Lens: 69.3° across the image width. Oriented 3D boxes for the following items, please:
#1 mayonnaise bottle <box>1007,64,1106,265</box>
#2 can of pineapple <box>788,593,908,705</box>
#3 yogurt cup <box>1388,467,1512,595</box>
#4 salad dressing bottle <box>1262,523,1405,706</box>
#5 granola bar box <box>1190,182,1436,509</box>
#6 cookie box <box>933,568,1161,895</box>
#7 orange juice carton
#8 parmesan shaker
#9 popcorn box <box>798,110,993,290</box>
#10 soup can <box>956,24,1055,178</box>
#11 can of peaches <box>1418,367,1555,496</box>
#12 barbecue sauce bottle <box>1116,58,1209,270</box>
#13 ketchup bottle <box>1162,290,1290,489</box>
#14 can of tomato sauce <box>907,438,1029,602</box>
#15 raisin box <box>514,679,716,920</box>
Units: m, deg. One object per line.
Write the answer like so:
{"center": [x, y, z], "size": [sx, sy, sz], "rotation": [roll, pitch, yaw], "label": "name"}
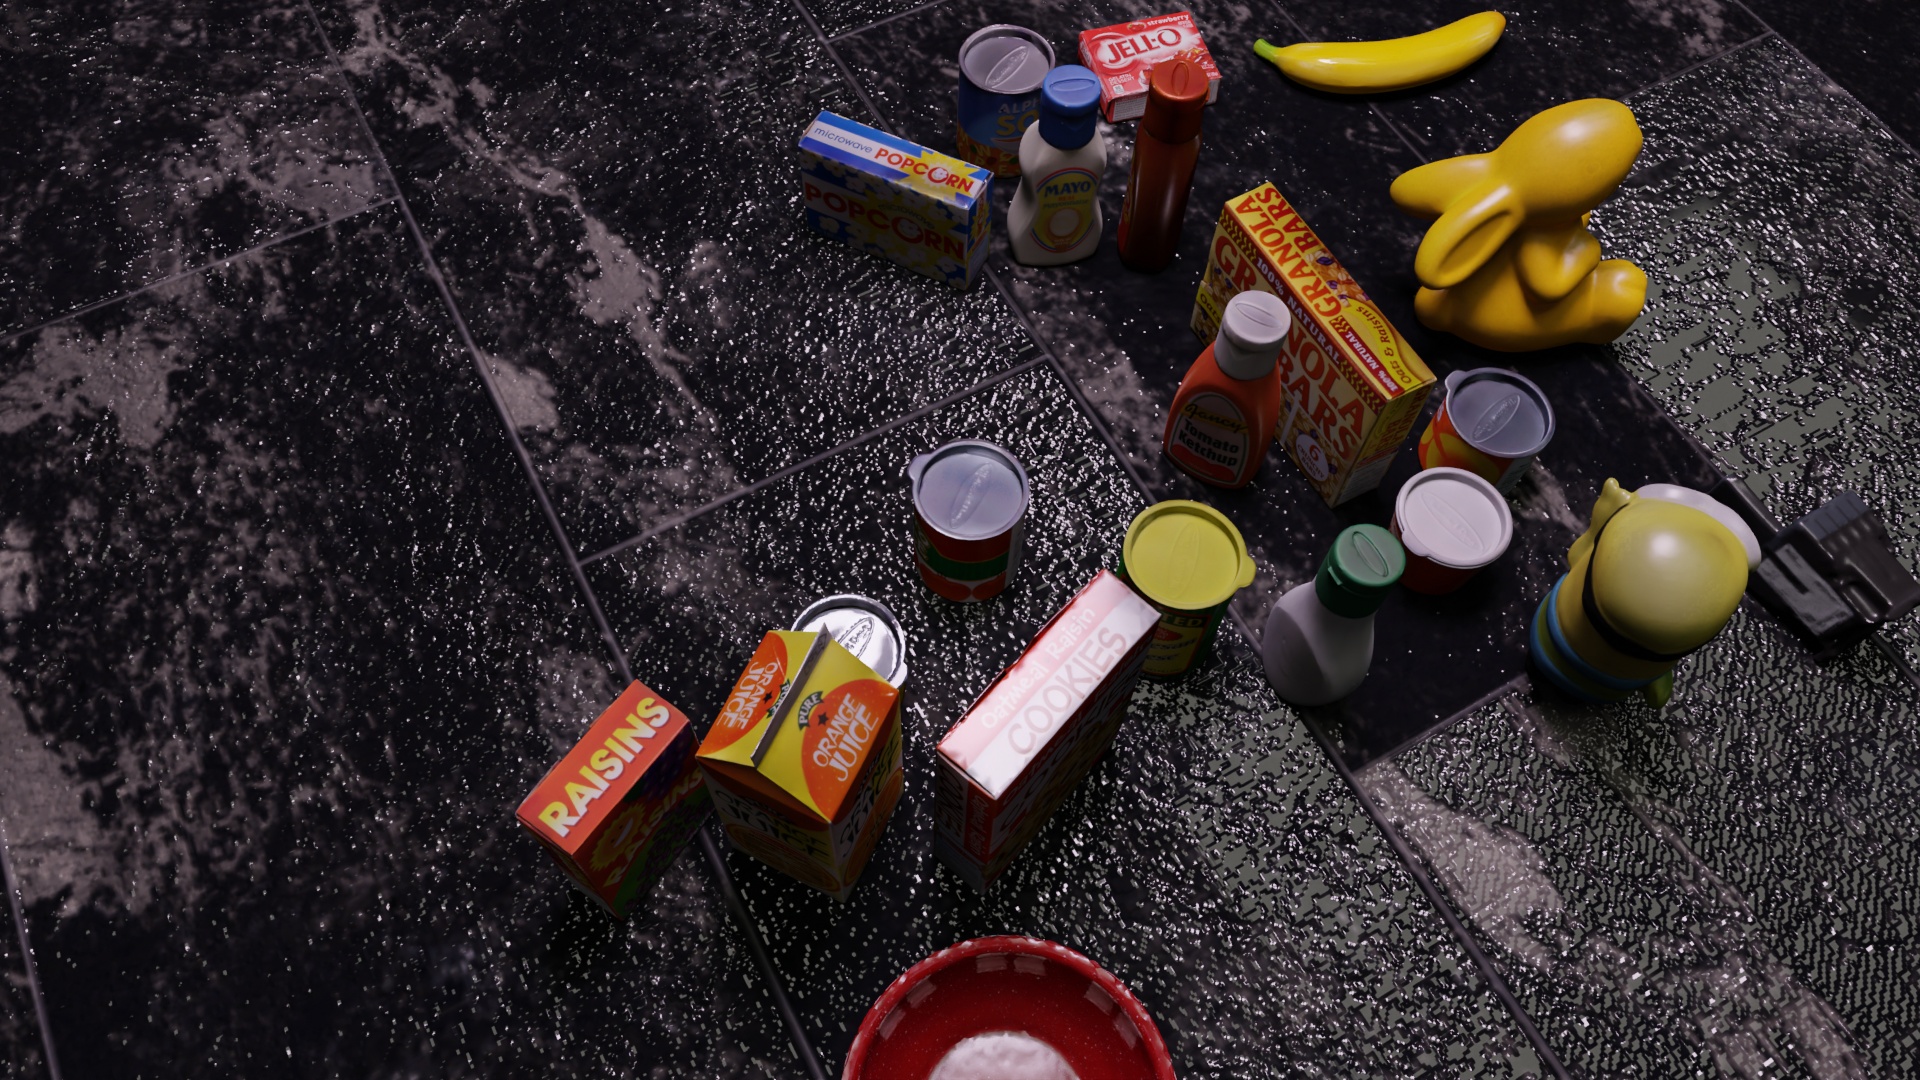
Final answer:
{"center": [0.066, -0.242, 0.908], "size": [0.065, 0.147, 0.041], "rotation": [-8, 62, -6], "label": "mayonnaise bottle"}
{"center": [-0.062, 0.073, 0.781], "size": [0.071, 0.057, 0.071], "rotation": [1, 61, -1], "label": "can of pineapple"}
{"center": [0.289, -0.003, 0.836], "size": [0.072, 0.053, 0.073], "rotation": [1, 61, -1], "label": "yogurt cup"}
{"center": [0.202, 0.042, 0.755], "size": [0.044, 0.147, 0.064], "rotation": [-22, 64, -13], "label": "salad dressing bottle"}
{"center": [0.210, -0.118, 0.857], "size": [0.039, 0.123, 0.166], "rotation": [-25, 65, -14], "label": "granola bar box"}
{"center": [0.039, 0.101, 0.706], "size": [0.040, 0.166, 0.123], "rotation": [37, 67, 17], "label": "cookie box"}
{"center": [-0.076, 0.109, 0.684], "size": [0.073, 0.191, 0.072], "rotation": [23, 63, 11], "label": "orange juice carton"}
{"center": [0.121, 0.032, 0.783], "size": [0.071, 0.102, 0.071], "rotation": [1, 61, -1], "label": "parmesan shaker"}
{"center": [-0.044, -0.228, 0.932], "size": [0.127, 0.084, 0.038], "rotation": [23, 63, 11], "label": "popcorn box"}
{"center": [0.033, -0.307, 0.979], "size": [0.071, 0.083, 0.071], "rotation": [1, 61, -1], "label": "soup can"}
{"center": [0.326, -0.067, 0.870], "size": [0.071, 0.057, 0.071], "rotation": [1, 61, -1], "label": "can of peaches"}
{"center": [0.133, -0.247, 0.912], "size": [0.044, 0.147, 0.065], "rotation": [10, 62, 4], "label": "barbecue sauce bottle"}
{"center": [0.162, -0.089, 0.826], "size": [0.065, 0.148, 0.044], "rotation": [28, 64, 13], "label": "ketchup bottle"}
{"center": [0.003, -0.010, 0.815], "size": [0.071, 0.082, 0.071], "rotation": [1, 61, -1], "label": "can of tomato sauce"}
{"center": [-0.169, 0.134, 0.707], "size": [0.040, 0.122, 0.086], "rotation": [33, 65, 15], "label": "raisin box"}
